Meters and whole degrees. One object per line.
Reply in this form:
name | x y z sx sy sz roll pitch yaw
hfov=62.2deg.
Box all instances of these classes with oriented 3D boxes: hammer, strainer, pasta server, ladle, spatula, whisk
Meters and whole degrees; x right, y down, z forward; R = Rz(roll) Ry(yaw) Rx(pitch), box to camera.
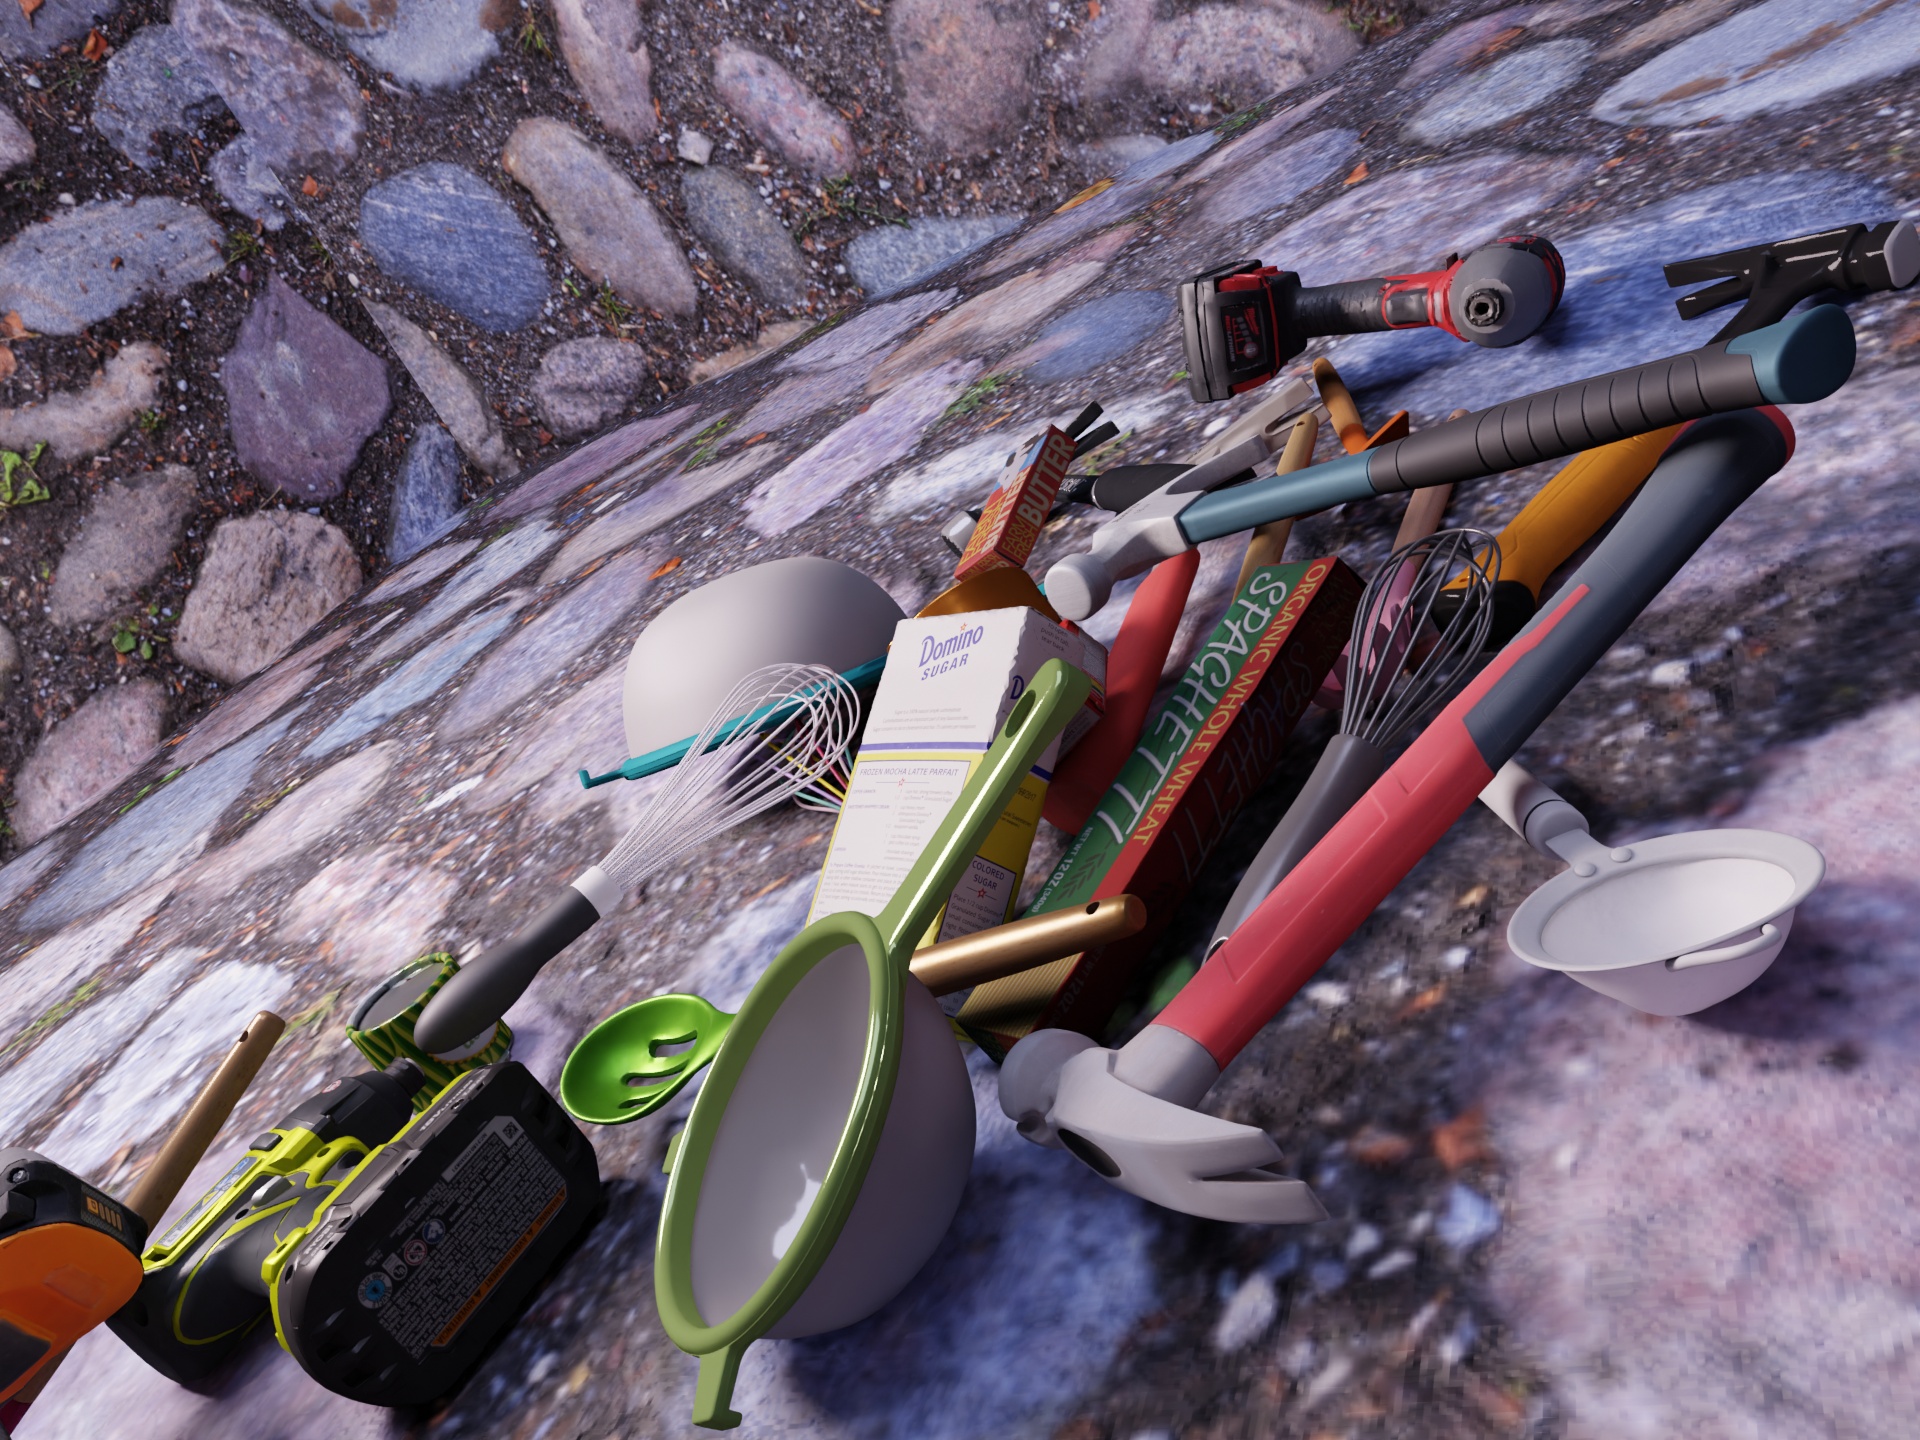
hammer | 0.325 -0.142 0.765 0.337 0.034 0.127 -41 24 -25
strainer | -0.012 0.101 0.531 0.256 0.069 0.152 -58 21 8
strainer | -0.076 -0.065 0.957 0.340 0.095 0.211 -21 4 29
pasta server | 0.221 -0.093 0.791 0.060 0.040 0.316 -22 21 37
ladle | 0.149 -0.069 0.791 0.069 0.031 0.316 -12 34 32
spatula | 0.234 -0.189 0.983 0.081 0.041 0.323 -46 13 23
hammer | 0.111 -0.064 0.846 0.149 0.036 0.359 -34 18 35
whisk | -0.056 0.042 0.861 0.051 0.047 0.245 -36 26 -11
hammer | 0.091 -0.146 0.989 0.149 0.036 0.409 -43 15 -4
hammer | 0.178 0.007 0.525 0.386 0.038 0.143 -42 13 -21
whisk | -0.159 0.066 0.804 0.284 0.070 0.070 -43 24 -24
strainer | 0.200 0.040 0.520 0.087 0.050 0.258 -22 16 4
hammer | 0.189 -0.107 0.665 0.331 0.033 0.128 -10 23 46
whisk | 0.148 0.013 0.609 0.055 0.055 0.239 -2 47 52

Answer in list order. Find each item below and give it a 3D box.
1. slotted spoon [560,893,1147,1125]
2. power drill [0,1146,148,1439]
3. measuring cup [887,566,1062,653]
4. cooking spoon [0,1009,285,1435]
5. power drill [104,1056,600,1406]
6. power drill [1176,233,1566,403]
slotted spoon | -0.054 0.113 0.621 0.314 0.031 0.070 -24 30 39
power drill | -0.342 0.272 0.583 0.164 0.084 0.227 -34 48 -9
measuring cup | -0.001 -0.003 0.832 0.095 0.052 0.173 -18 -30 -38
cooking spoon | -0.391 0.268 0.688 0.069 0.017 0.319 16 71 48
power drill | -0.265 0.214 0.703 0.223 0.080 0.171 -14 27 45
power drill | 0.255 -0.255 0.992 0.220 0.078 0.143 -1 21 28
